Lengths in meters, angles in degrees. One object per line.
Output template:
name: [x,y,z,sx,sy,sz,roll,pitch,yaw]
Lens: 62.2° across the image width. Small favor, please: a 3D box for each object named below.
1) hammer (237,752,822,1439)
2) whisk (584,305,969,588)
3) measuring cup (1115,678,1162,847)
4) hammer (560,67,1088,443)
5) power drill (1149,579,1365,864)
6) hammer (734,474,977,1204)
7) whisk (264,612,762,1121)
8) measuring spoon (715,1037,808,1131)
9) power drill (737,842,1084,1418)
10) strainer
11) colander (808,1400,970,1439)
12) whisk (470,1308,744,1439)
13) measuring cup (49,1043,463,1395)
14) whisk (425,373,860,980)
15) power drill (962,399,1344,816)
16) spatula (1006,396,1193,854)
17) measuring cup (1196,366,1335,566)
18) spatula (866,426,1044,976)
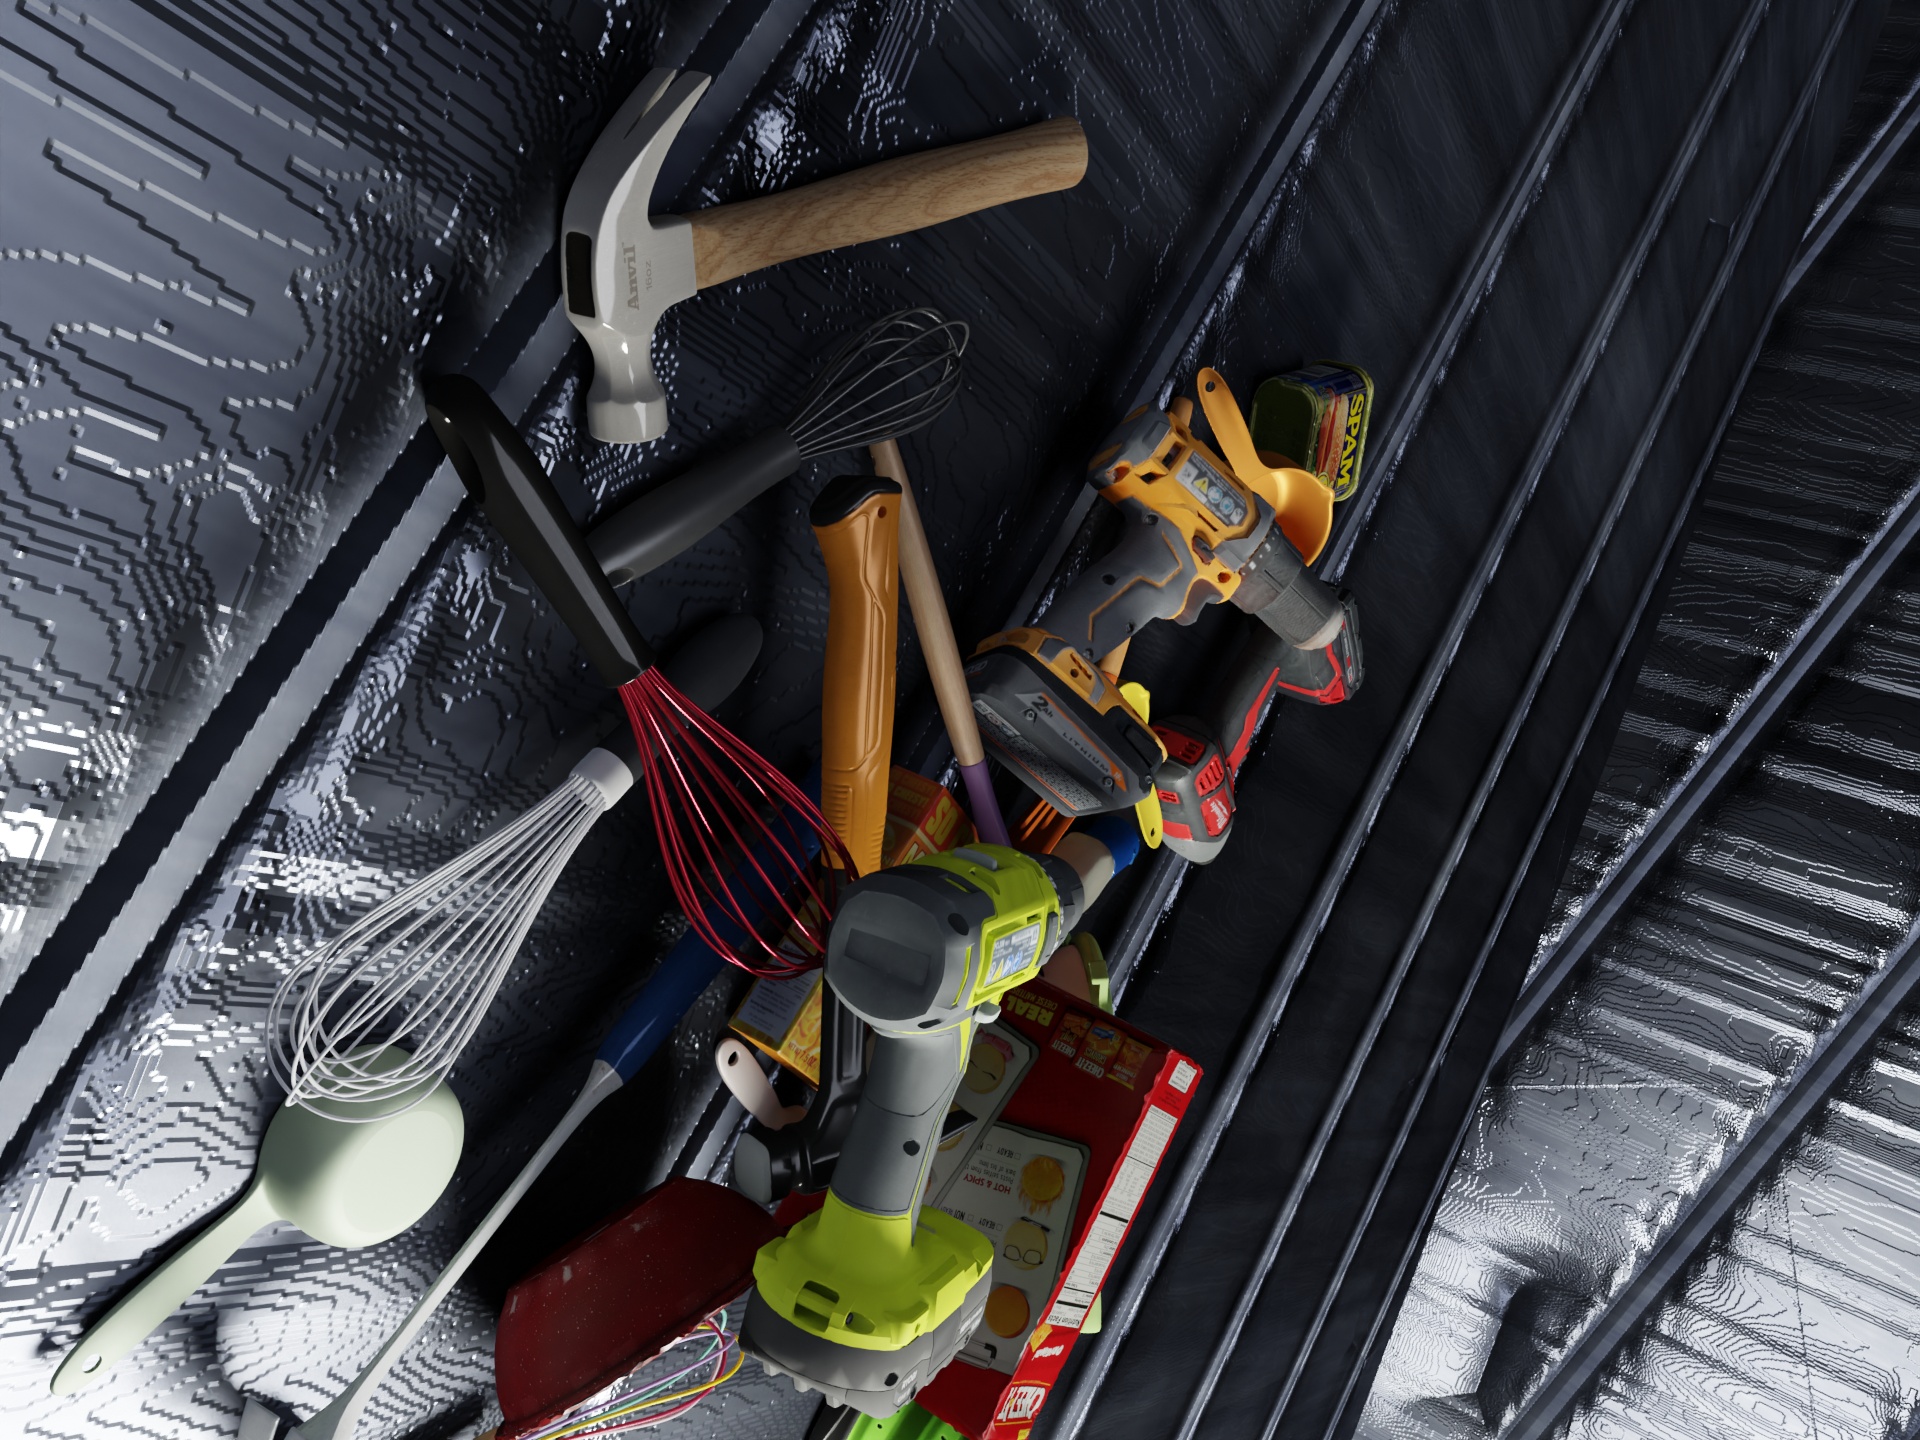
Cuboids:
hammer: [-0.161,0.163,0.703,0.406,0.035,0.144,-53,173,-31]
whisk: [-0.078,-0.120,0.696,0.239,0.055,0.055,-40,138,-33]
measuring cup: [0.110,0.033,1.080,0.062,0.029,0.156,-50,140,-27]
hammer: [-0.042,-0.230,0.701,0.331,0.031,0.130,-34,135,-44]
power drill: [0.214,0.002,1.190,0.220,0.079,0.143,-50,143,-23]
hammer: [-0.044,0.055,0.746,0.127,0.034,0.337,-7,105,-39]
whisk: [-0.168,0.046,0.648,0.285,0.070,0.070,-51,145,-36]
measuring spoon: [-0.105,0.209,0.867,0.034,0.018,0.124,-53,144,-25]
power drill: [-0.010,0.164,0.704,0.190,0.080,0.228,-3,109,-67]
strainer: [0.057,0.266,1.022,0.151,0.069,0.256,177,-88,-85]
colander: [0.008,0.433,1.096,0.204,0.094,0.397,16,94,-59]
whisk: [-0.199,0.344,0.773,0.245,0.047,0.051,-8,137,-51]
measuring cup: [-0.258,0.194,0.601,0.167,0.038,0.083,-43,140,-39]
whisk: [-0.120,-0.004,0.625,0.073,0.073,0.295,-47,122,-32]
power drill: [0.117,-0.049,0.931,0.185,0.084,0.226,40,68,-14]
spatula: [0.090,-0.055,0.992,0.041,0.081,0.323,19,81,-19]
measuring cup: [0.184,-0.169,1.061,0.095,0.052,0.173,-32,123,0]
spatula: [-0.001,-0.003,0.837,0.018,0.060,0.315,-21,115,-12]
